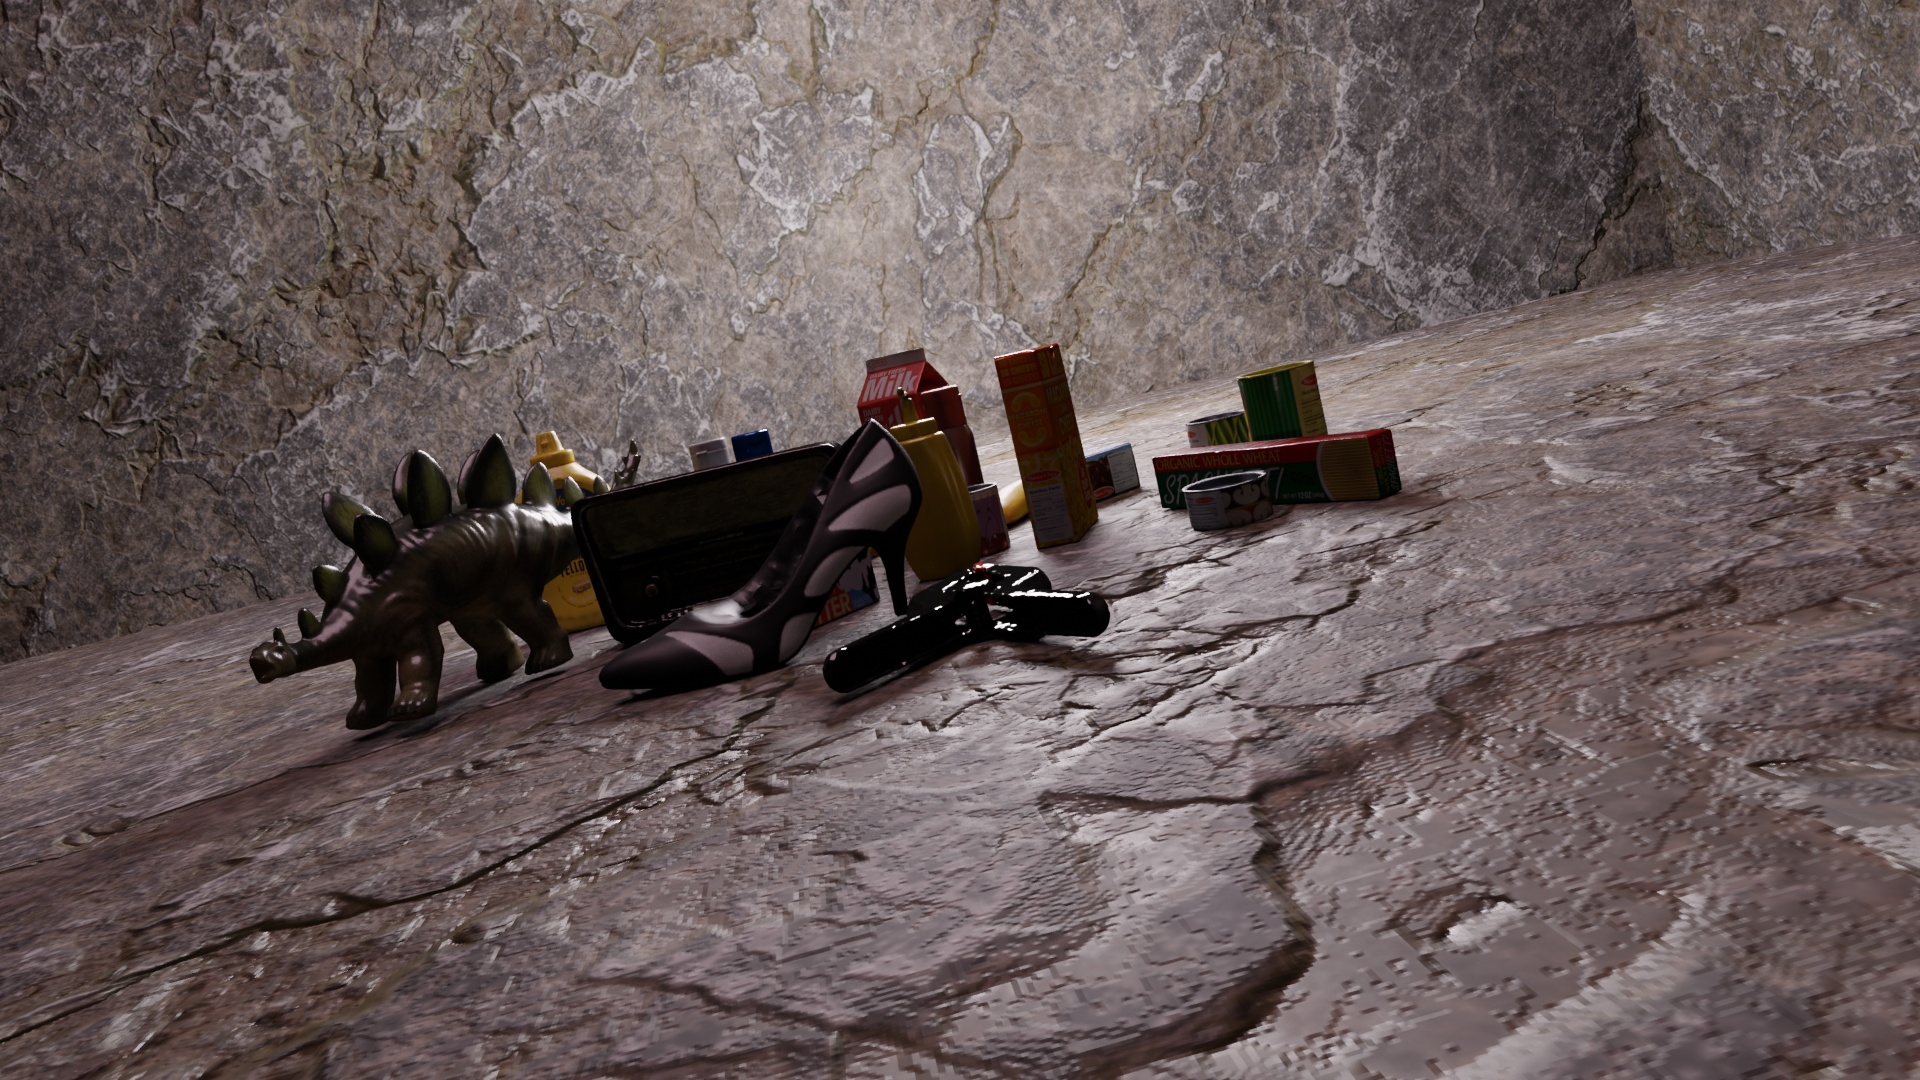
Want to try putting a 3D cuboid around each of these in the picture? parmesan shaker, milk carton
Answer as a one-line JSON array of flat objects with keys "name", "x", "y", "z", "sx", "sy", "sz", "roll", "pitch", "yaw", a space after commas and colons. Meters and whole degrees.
[{"name": "parmesan shaker", "x": 0.280, "y": -0.097, "z": 1.197, "sx": 0.071, "sy": 0.103, "sz": 0.071, "roll": -13, "pitch": 7, "yaw": 2}, {"name": "milk carton", "x": -0.045, "y": -0.094, "z": 1.392, "sx": 0.072, "sy": 0.190, "sz": 0.074, "roll": -9, "pitch": 8, "yaw": 28}]

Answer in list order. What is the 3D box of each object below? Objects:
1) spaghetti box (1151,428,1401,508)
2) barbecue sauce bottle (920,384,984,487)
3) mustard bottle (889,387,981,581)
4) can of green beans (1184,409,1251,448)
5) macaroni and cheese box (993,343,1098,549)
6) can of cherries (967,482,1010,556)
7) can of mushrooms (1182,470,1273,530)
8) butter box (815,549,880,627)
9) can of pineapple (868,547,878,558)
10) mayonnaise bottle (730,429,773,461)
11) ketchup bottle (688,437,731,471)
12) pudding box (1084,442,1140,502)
[{"name": "spaghetti box", "x": 0.251, "y": -0.056, "z": 1.141, "sx": 0.029, "sy": 0.050, "sz": 0.250, "roll": -17, "pitch": 9, "yaw": -32}, {"name": "barbecue sauce bottle", "x": -0.003, "y": -0.070, "z": 1.307, "sx": 0.043, "sy": 0.148, "sz": 0.065, "roll": -12, "pitch": 7, "yaw": 9}, {"name": "mustard bottle", "x": -0.027, "y": -0.049, "z": 1.145, "sx": 0.065, "sy": 0.160, "sz": 0.049, "roll": -12, "pitch": 7, "yaw": 12}, {"name": "can of green beans", "x": 0.263, "y": -0.096, "z": 1.389, "sx": 0.071, "sy": 0.057, "sz": 0.071, "roll": -13, "pitch": 7, "yaw": 2}, {"name": "macaroni and cheese box", "x": 0.078, "y": -0.087, "z": 1.219, "sx": 0.040, "sy": 0.166, "sz": 0.124, "roll": -11, "pitch": 7, "yaw": 16}, {"name": "can of cherries", "x": 0.004, "y": -0.015, "z": 1.232, "sx": 0.071, "sy": 0.058, "sz": 0.071, "roll": -13, "pitch": 7, "yaw": 2}, {"name": "can of mushrooms", "x": 0.213, "y": -0.032, "z": 1.093, "sx": 0.071, "sy": 0.033, "sz": 0.071, "roll": -13, "pitch": 7, "yaw": 2}, {"name": "butter box", "x": -0.107, "y": 0.035, "z": 1.066, "sx": 0.024, "sy": 0.053, "sz": 0.104, "roll": -7, "pitch": 9, "yaw": 39}, {"name": "can of pineapple", "x": -0.113, "y": -0.009, "z": 1.385, "sx": 0.071, "sy": 0.057, "sz": 0.071, "roll": -13, "pitch": 7, "yaw": 2}, {"name": "mayonnaise bottle", "x": -0.183, "y": -0.030, "z": 1.318, "sx": 0.065, "sy": 0.148, "sz": 0.041, "roll": -16, "pitch": 7, "yaw": -20}, {"name": "ketchup bottle", "x": -0.229, "y": -0.024, "z": 1.353, "sx": 0.064, "sy": 0.148, "sz": 0.043, "roll": -11, "pitch": 7, "yaw": 15}, {"name": "pudding box", "x": 0.144, "y": -0.068, "z": 1.418, "sx": 0.084, "sy": 0.049, "sz": 0.030, "roll": -20, "pitch": 10, "yaw": -42}]
